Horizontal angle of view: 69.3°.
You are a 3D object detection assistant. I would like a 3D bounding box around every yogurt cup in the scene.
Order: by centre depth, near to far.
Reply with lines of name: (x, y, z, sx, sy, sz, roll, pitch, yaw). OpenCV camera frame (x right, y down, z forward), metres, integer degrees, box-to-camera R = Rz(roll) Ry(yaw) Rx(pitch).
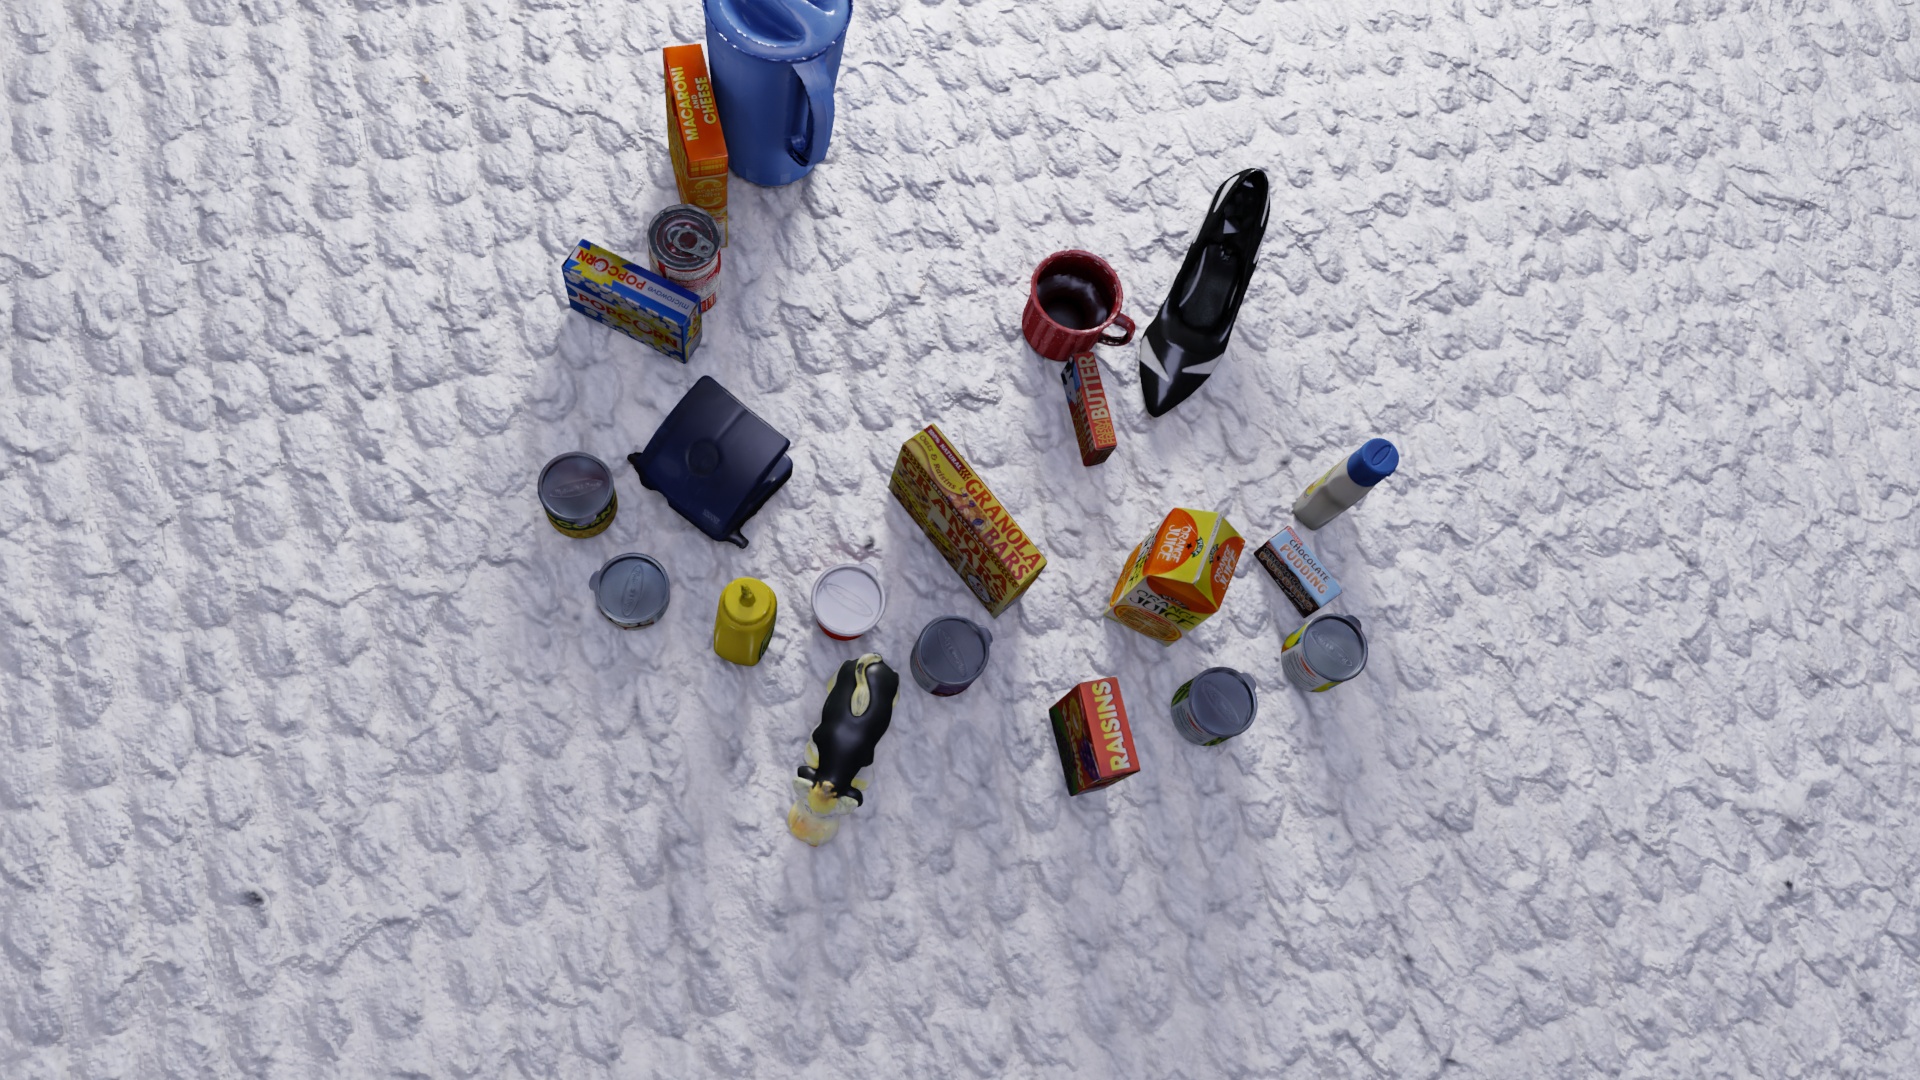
yogurt cup: (-0.104, 0.060, 1.273, 0.072, 0.053, 0.072, 3, 72, -8)

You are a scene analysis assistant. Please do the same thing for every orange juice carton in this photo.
orange juice carton: (0.197, 0.031, 1.258, 0.073, 0.192, 0.072, 26, 71, -1)

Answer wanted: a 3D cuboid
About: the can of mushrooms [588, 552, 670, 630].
can of mushrooms: (-0.298, 0.046, 1.256, 0.071, 0.033, 0.071, 3, 72, -9)

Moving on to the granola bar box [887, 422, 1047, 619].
granola bar box: (0.005, -0.016, 1.278, 0.039, 0.123, 0.165, -37, 82, -17)

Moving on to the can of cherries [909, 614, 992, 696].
can of cherries: (-0.008, 0.106, 1.272, 0.071, 0.058, 0.071, 3, 72, -8)

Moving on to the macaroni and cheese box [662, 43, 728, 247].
macaroni and cheese box: (-0.253, -0.371, 1.326, 0.040, 0.166, 0.124, -12, 75, -12)

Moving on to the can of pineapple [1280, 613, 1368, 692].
can of pineapple: (0.349, 0.108, 1.330, 0.071, 0.057, 0.071, 3, 72, -8)

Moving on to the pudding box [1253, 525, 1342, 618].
pudding box: (0.329, 0.031, 1.356, 0.030, 0.049, 0.084, -34, 81, -17)

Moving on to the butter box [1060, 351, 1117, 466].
butter box: (0.127, -0.129, 1.372, 0.024, 0.053, 0.103, -9, 74, -12)

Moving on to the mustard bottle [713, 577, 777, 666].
mustard bottle: (-0.185, 0.065, 1.201, 0.049, 0.159, 0.065, 19, 71, -3)

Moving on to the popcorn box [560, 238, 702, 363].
popcorn box: (-0.308, -0.225, 1.313, 0.127, 0.085, 0.038, 26, 71, 0)

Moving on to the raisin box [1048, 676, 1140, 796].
raisin box: (0.117, 0.176, 1.236, 0.040, 0.123, 0.086, -9, 75, -12)

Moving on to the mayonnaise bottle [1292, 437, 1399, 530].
mayonnaise bottle: (0.374, -0.057, 1.339, 0.041, 0.147, 0.065, 44, 71, 6)

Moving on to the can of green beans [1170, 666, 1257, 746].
can of green beans: (0.236, 0.156, 1.296, 0.071, 0.057, 0.071, 3, 72, -8)

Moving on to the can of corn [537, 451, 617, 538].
can of corn: (-0.346, -0.038, 1.262, 0.071, 0.058, 0.071, 3, 72, -8)
